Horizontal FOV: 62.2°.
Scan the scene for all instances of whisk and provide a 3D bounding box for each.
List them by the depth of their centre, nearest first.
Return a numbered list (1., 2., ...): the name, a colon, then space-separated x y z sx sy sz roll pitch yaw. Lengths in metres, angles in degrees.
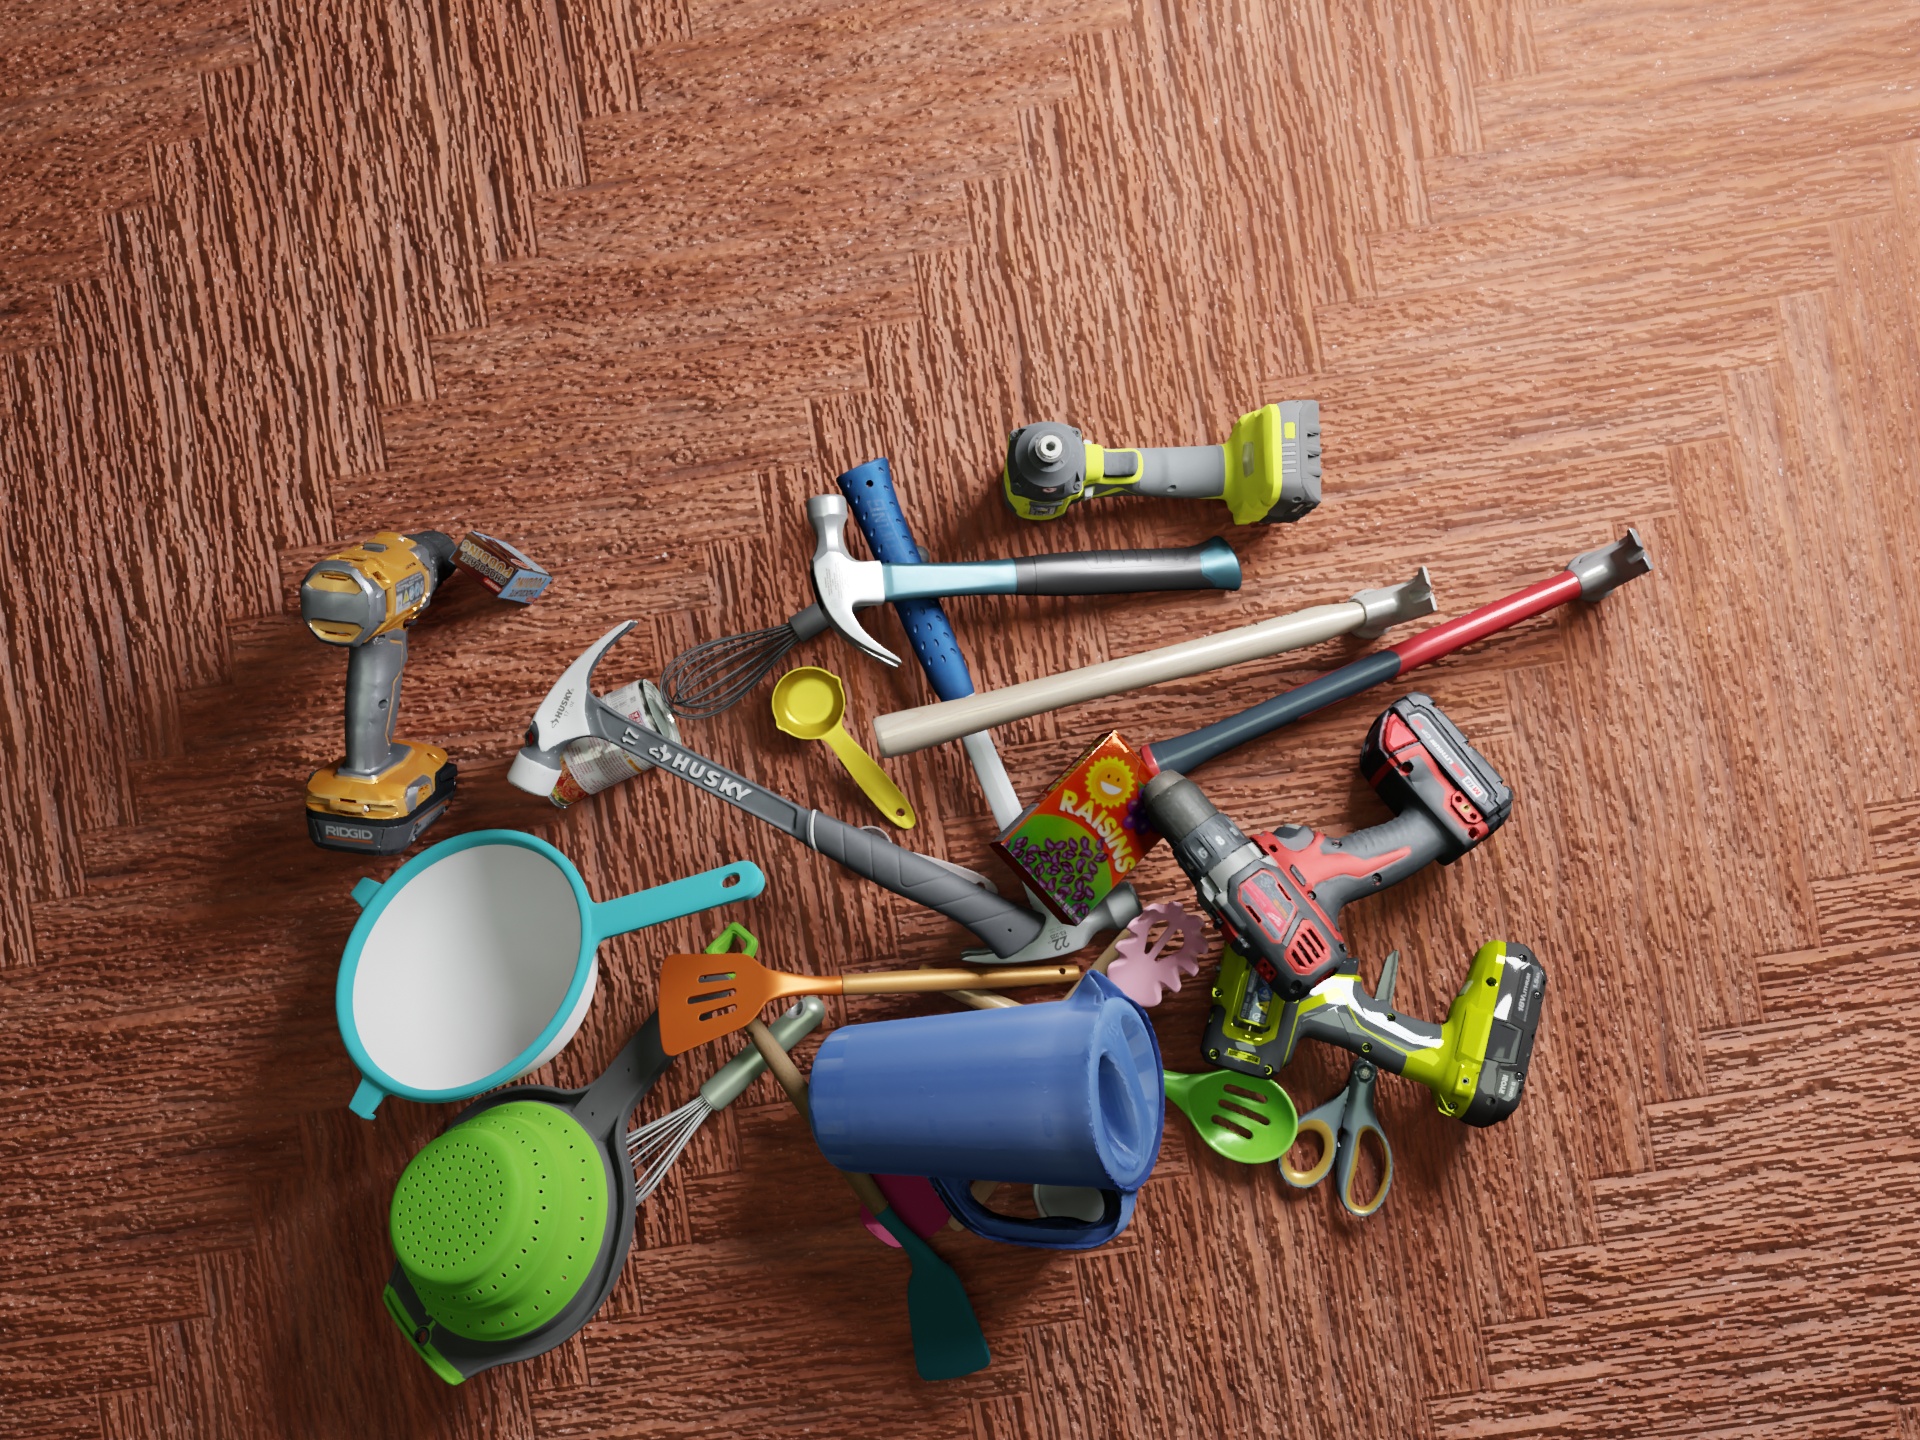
1. whisk: -0.129 -0.074 1.244 0.239 0.055 0.055 -30 88 -2
2. whisk: -0.201 0.302 1.246 0.246 0.058 0.059 -41 122 -1

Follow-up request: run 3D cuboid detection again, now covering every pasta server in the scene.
1. pasta server: 0.082 0.264 1.196 0.060 0.040 0.316 36 100 5

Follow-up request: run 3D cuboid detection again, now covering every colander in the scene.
1. colander: -0.302 0.305 1.196 0.205 0.094 0.397 35 81 30

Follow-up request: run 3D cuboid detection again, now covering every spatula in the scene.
1. spatula: -0.068 0.205 1.219 0.322 0.041 0.081 -1 59 -10
2. spatula: -0.080 0.360 1.219 0.082 0.044 0.317 -32 94 39

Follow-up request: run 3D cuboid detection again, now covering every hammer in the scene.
1. hammer: 0.138 -0.039 1.155 0.410 0.146 0.038 -15 87 -3
2. hammer: 0.315 -0.042 1.179 0.386 0.143 0.038 -24 84 7
3. hammer: -0.124 0.068 1.188 0.409 0.036 0.149 27 92 -2
4. hammer: 0.053 -0.110 1.195 0.331 0.033 0.128 -4 86 -13
5. hammer: -0.002 -0.004 1.219 0.144 0.035 0.405 -23 93 0

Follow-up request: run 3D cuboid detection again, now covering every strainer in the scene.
1. strainer: -0.298 0.178 1.206 0.340 0.095 0.211 -17 59 7

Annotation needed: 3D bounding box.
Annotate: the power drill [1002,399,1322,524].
1. power drill: 0.144 -0.187 1.167 0.223 0.171 0.080 -2 89 0

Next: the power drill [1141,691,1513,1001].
1. power drill: 0.262 0.072 1.159 0.226 0.080 0.188 -33 73 -14

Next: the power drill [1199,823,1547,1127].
1. power drill: 0.308 0.193 1.191 0.228 0.080 0.191 16 78 8

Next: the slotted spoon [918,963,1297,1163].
1. slotted spoon: 0.111 0.257 1.234 0.314 0.031 0.070 23 91 5

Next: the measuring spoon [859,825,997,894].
1. measuring spoon: -0.029 0.115 1.252 0.124 0.018 0.034 20 90 -3

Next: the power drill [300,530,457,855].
1. power drill: -0.434 -0.032 1.216 0.084 0.185 0.226 7 109 3

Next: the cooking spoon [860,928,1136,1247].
1. cooking spoon: 0.032 0.283 1.226 0.069 0.017 0.319 39 99 -1

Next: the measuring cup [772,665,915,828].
1. measuring cup: -0.088 0.023 1.253 0.062 0.029 0.156 -39 99 2
